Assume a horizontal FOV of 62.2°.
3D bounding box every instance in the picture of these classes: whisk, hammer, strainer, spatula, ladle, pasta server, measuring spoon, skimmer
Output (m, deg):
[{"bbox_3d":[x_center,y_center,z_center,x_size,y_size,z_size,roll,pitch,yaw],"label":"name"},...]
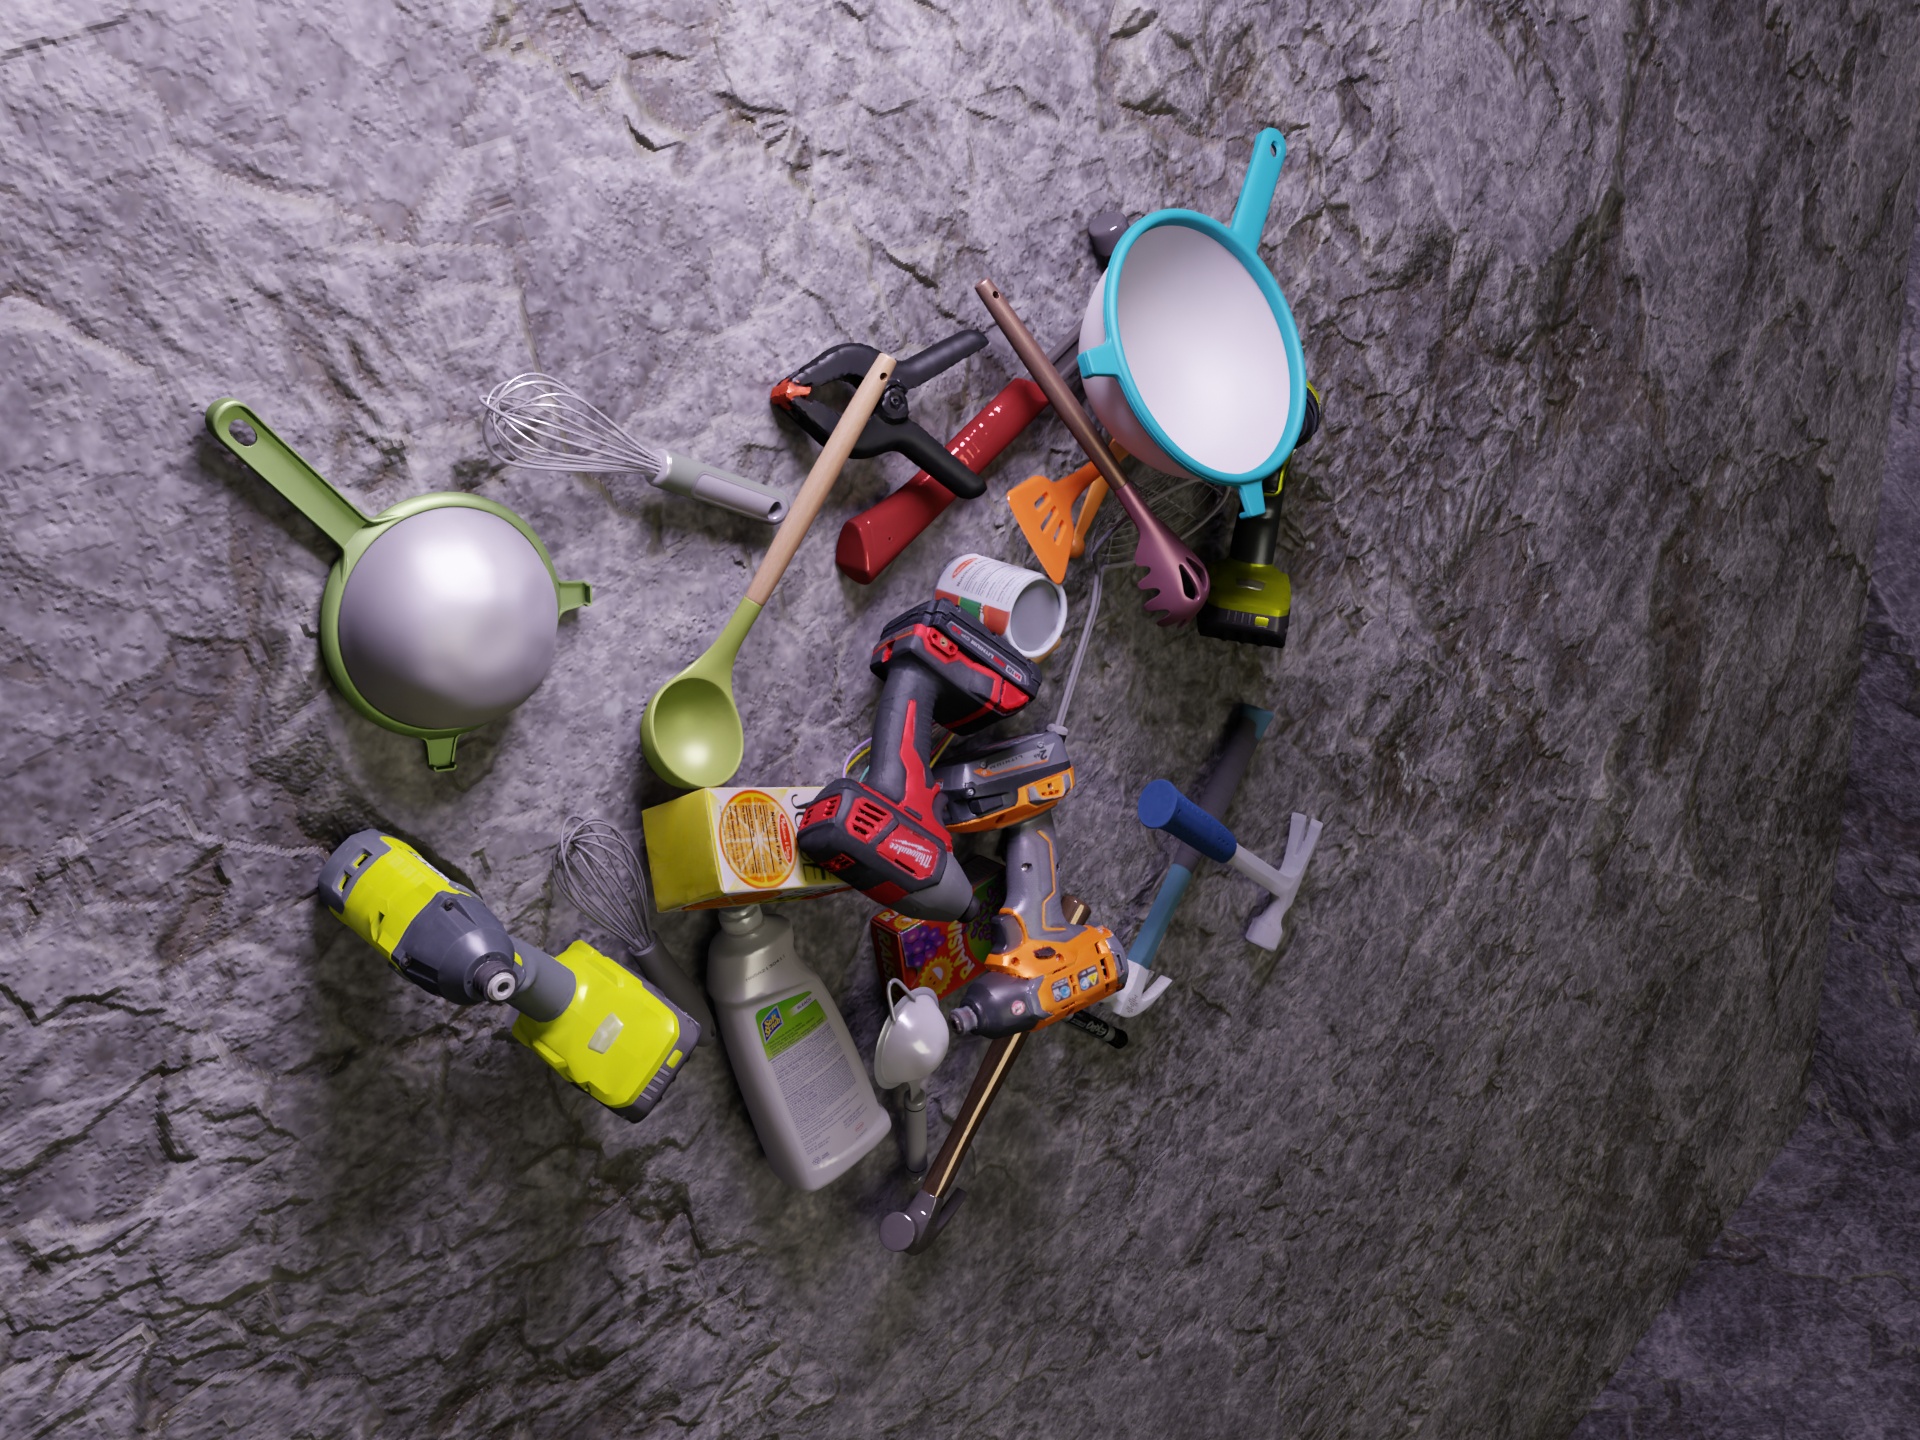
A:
[{"bbox_3d":[-0.197,-0.162,1.001,0.246,0.059,0.058,13,108,-51],"label":"whisk"},{"bbox_3d":[-0.220,0.152,1.101,0.055,0.055,0.238,-43,136,-24],"label":"whisk"},{"bbox_3d":[0.256,0.118,1.499,0.405,0.035,0.144,32,81,-58],"label":"hammer"},{"bbox_3d":[0.179,-0.323,1.235,0.210,0.095,0.341,35,60,-28],"label":"strainer"},{"bbox_3d":[0.138,-0.222,1.273,0.323,0.041,0.081,-44,112,-32],"label":"spatula"},{"bbox_3d":[-0.119,-0.099,1.061,0.078,0.062,0.320,27,94,-40],"label":"ladle"},{"bbox_3d":[0.039,-0.225,1.214,0.359,0.037,0.149,-48,132,-21],"label":"hammer"},{"bbox_3d":[0.102,-0.199,1.205,0.060,0.040,0.316,-48,112,-26],"label":"pasta server"},{"bbox_3d":[-0.314,-0.085,0.898,0.151,0.069,0.256,-54,136,-15],"label":"strainer"},{"bbox_3d":[0.116,-0.188,1.320,0.021,0.011,0.117,27,86,-46],"label":"measuring spoon"},{"bbox_3d":[0.000,-0.002,1.256,0.245,0.047,0.051,-39,128,-31],"label":"whisk"},{"bbox_3d":[0.124,-0.041,1.326,0.127,0.090,0.363,6,103,-63],"label":"skimmer"},{"bbox_3d":[-0.035,0.307,1.311,0.087,0.050,0.258,-44,147,-38],"label":"strainer"},{"bbox_3d":[0.029,0.304,1.376,0.331,0.031,0.130,-62,162,-11],"label":"hammer"},{"bbox_3d":[0.216,0.129,1.509,0.331,0.033,0.128,-62,150,-11],"label":"hammer"}]

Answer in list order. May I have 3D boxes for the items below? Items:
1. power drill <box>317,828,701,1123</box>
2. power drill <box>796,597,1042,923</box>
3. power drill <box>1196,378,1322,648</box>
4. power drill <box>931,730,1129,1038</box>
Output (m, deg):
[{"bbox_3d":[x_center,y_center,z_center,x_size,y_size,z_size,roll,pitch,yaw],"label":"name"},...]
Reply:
[{"bbox_3d":[-0.266,0.160,0.968,0.080,0.171,0.223,-56,138,-12],"label":"power drill"},{"bbox_3d":[-0.022,0.035,1.139,0.143,0.078,0.220,36,53,-24],"label":"power drill"},{"bbox_3d":[0.260,-0.184,1.361,0.191,0.080,0.228,-66,164,-71],"label":"power drill"},{"bbox_3d":[0.038,0.136,1.265,0.164,0.084,0.226,-18,96,-35],"label":"power drill"}]
